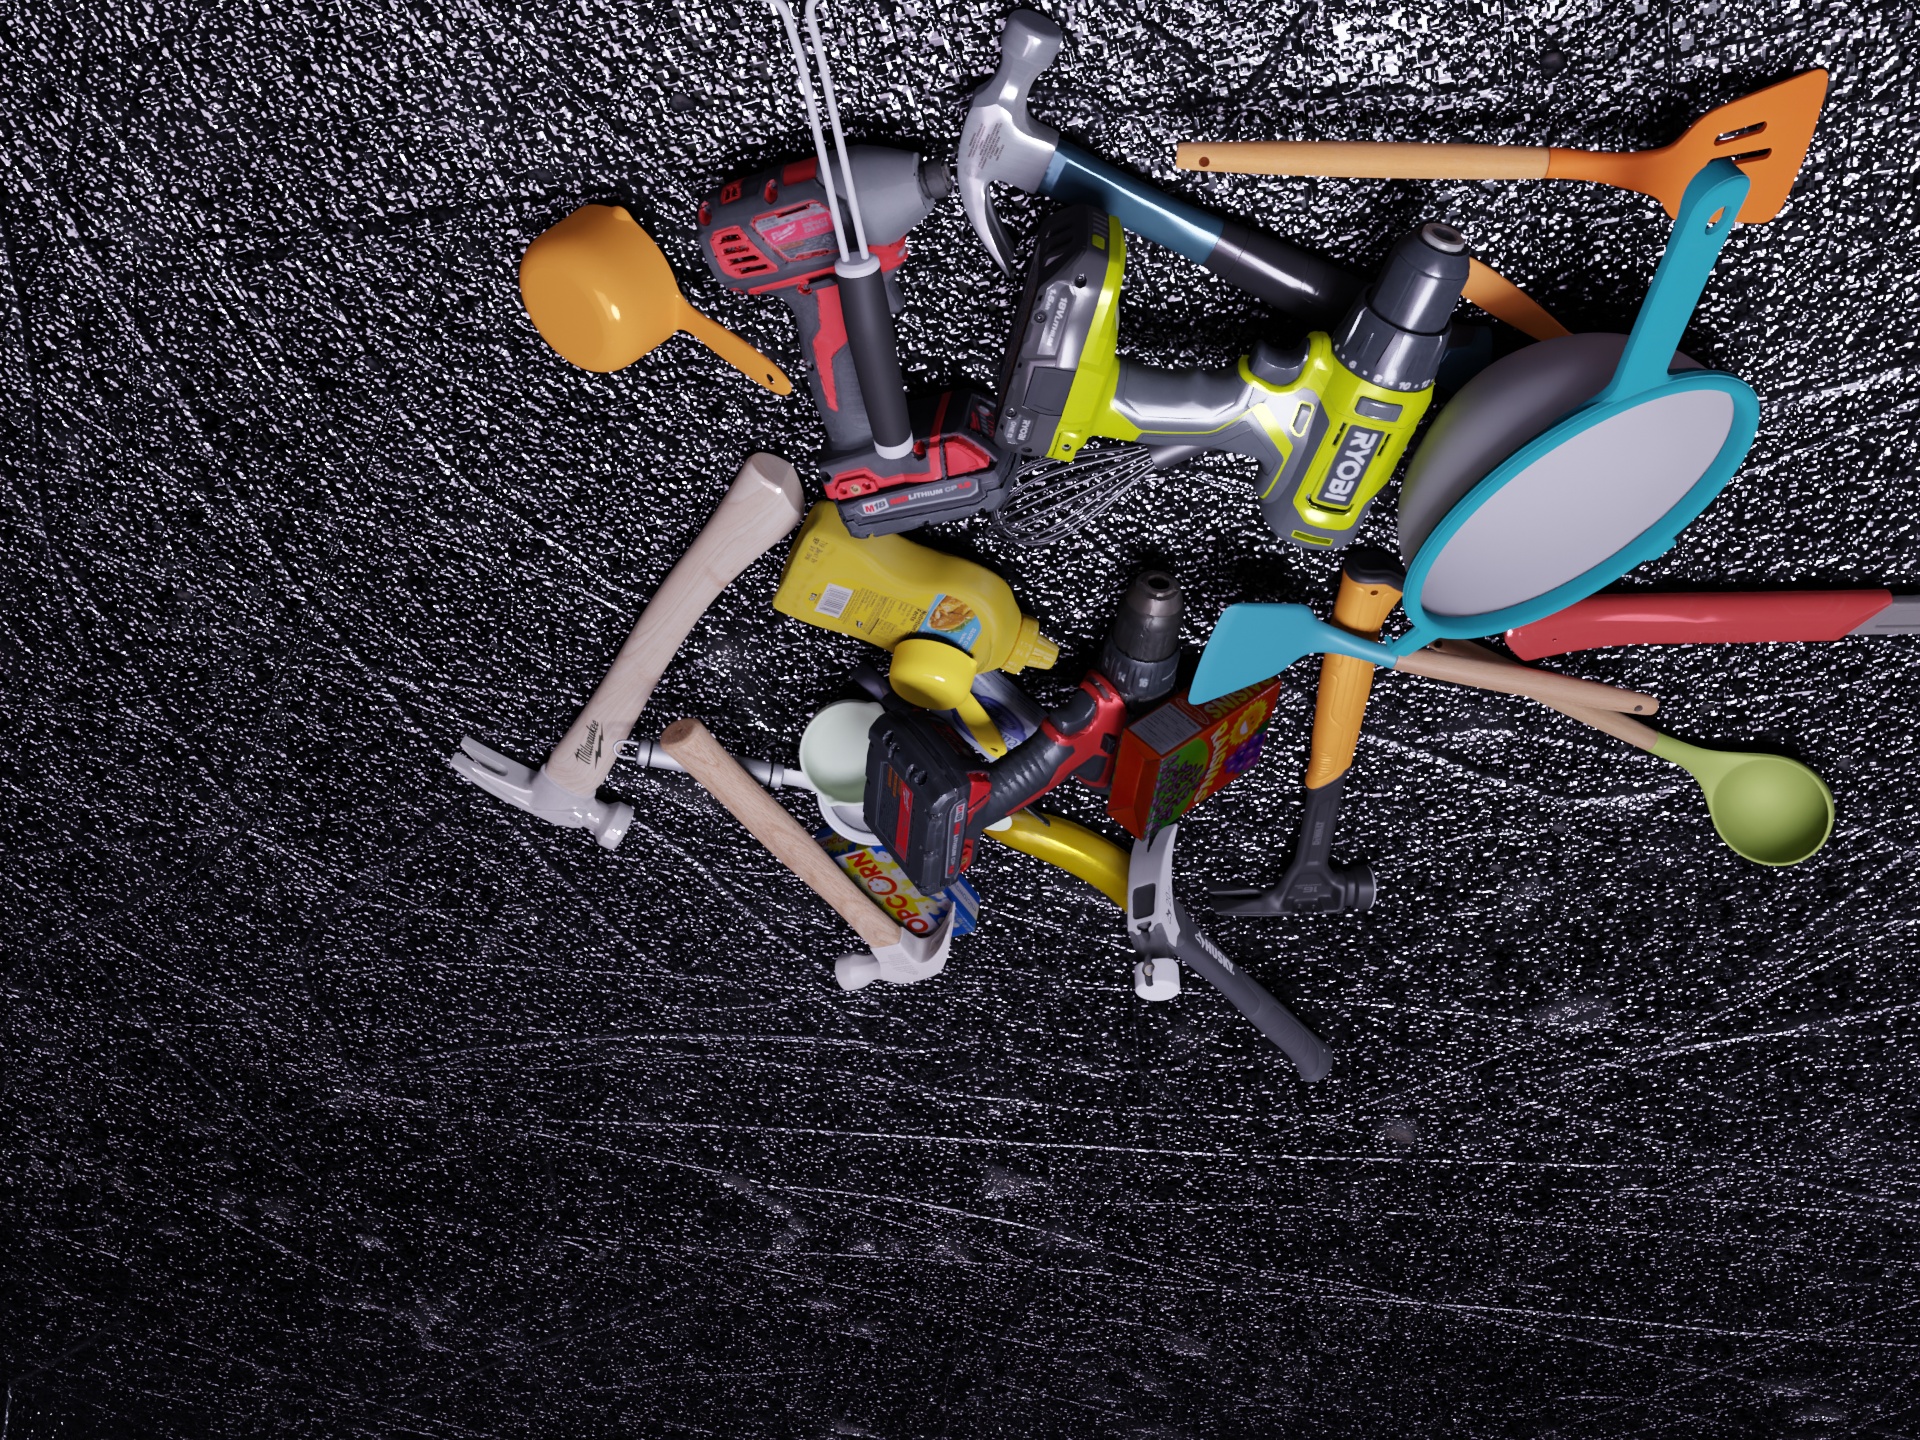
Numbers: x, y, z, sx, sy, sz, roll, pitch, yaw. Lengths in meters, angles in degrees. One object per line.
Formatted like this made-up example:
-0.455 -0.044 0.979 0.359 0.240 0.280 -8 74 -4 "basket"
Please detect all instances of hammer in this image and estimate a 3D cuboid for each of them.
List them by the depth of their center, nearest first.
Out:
0.151 -0.259 0.877 0.331 0.033 0.128 22 133 -12 "hammer"
0.526 -0.072 0.995 0.359 0.037 0.149 0 134 9 "hammer"
0.255 0.021 1.126 0.127 0.034 0.336 -3 133 -2 "hammer"
-0.236 -0.050 1.147 0.146 0.038 0.410 29 132 -16 "hammer"
-0.114 0.106 1.208 0.130 0.031 0.331 -15 135 26 "hammer"
0.224 0.211 1.285 0.035 0.146 0.334 -20 139 27 "hammer"

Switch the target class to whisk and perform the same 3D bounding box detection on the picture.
0.120 -0.162 0.972 0.239 0.055 0.055 -20 128 21 "whisk"

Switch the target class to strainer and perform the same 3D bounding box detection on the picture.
0.322 -0.177 0.840 0.211 0.095 0.340 -21 151 -8 "strainer"
-0.131 0.040 1.193 0.258 0.050 0.086 10 112 -12 "strainer"

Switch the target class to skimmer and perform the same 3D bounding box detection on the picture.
-0.057 -0.298 0.796 0.127 0.090 0.362 0 139 11 "skimmer"

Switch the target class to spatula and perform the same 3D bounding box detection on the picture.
0.272 -0.289 0.813 0.322 0.041 0.081 3 134 5 "spatula"
0.305 -0.028 1.025 0.317 0.044 0.082 9 130 -8 "spatula"

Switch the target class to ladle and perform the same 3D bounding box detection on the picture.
0.448 0.010 1.077 0.320 0.062 0.078 24 126 -10 "ladle"

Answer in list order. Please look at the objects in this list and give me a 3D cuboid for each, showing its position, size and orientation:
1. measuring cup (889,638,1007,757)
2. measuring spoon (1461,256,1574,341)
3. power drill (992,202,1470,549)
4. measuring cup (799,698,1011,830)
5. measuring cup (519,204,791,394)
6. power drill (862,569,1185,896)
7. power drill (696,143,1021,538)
-0.002 -0.004 1.097 0.062 0.029 0.156 3 150 27 "measuring cup"
0.310 -0.230 0.893 0.116 0.011 0.021 27 132 -17 "measuring spoon"
0.145 -0.198 0.862 0.228 0.080 0.190 12 135 -7 "power drill"
-0.039 0.040 1.167 0.167 0.038 0.083 25 95 -12 "measuring cup"
-0.178 -0.222 0.906 0.174 0.052 0.095 35 145 14 "measuring cup"
0.053 0.004 1.053 0.226 0.080 0.187 -24 145 -26 "power drill"
-0.046 -0.222 0.920 0.143 0.079 0.219 -11 129 19 "power drill"
